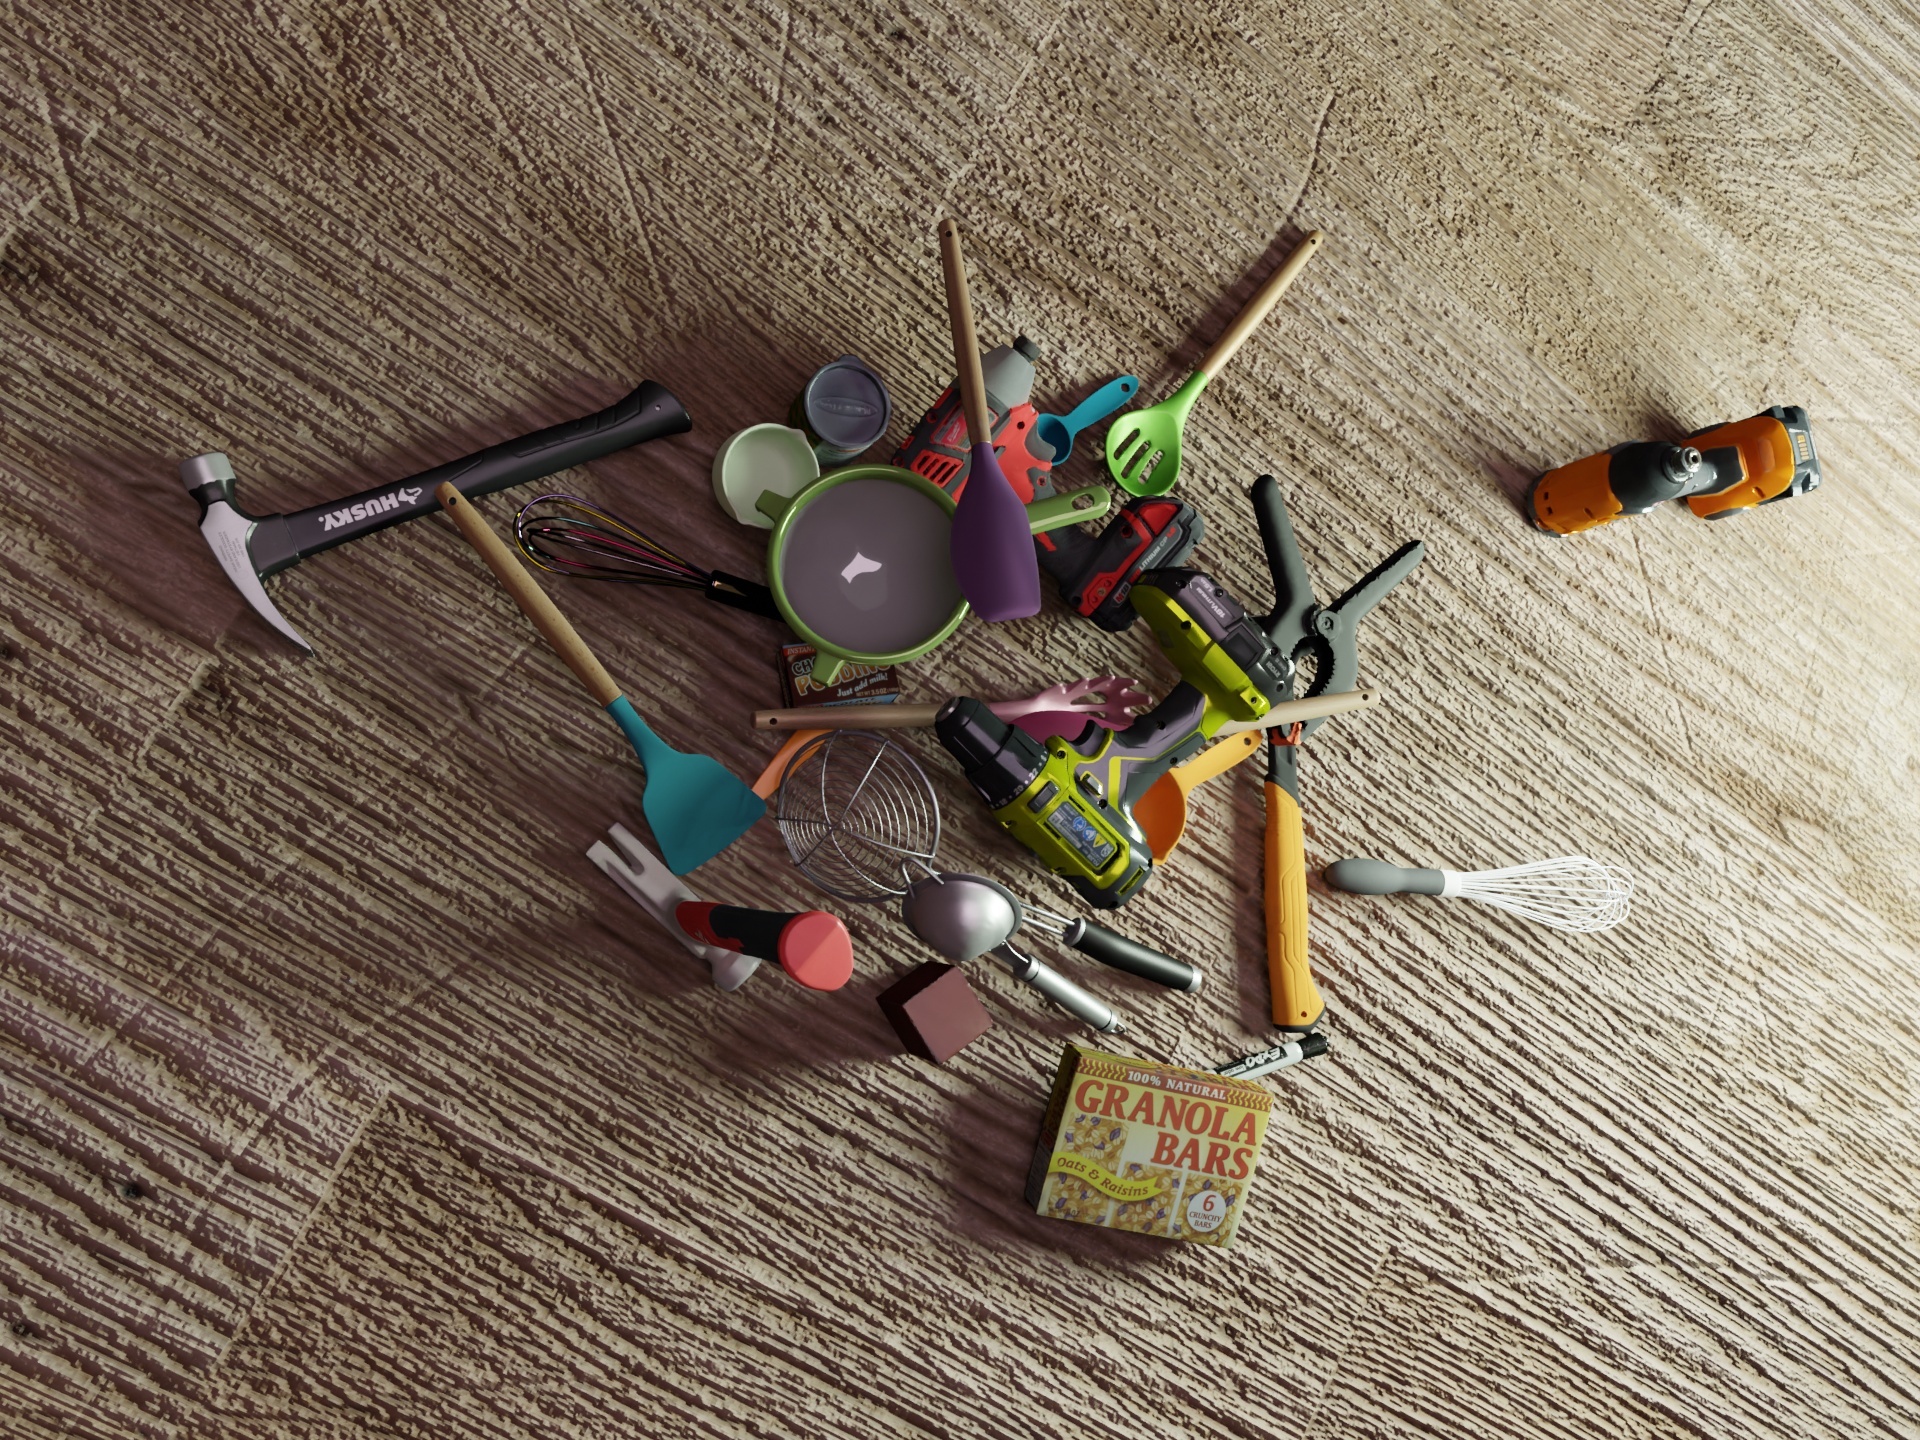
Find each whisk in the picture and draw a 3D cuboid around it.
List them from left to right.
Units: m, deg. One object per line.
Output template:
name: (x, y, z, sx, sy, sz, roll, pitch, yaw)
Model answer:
whisk: (-0.200, -0.101, 1.137, 0.244, 0.051, 0.047, 17, 41, -25)
whisk: (0.436, 0.140, 1.333, 0.284, 0.070, 0.070, 5, 83, -13)

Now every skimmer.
skimmer: (0.031, 0.120, 1.197, 0.363, 0.090, 0.127, 25, 114, -26)

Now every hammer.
hammer: (-0.344, -0.161, 1.104, 0.335, 0.035, 0.146, -23, 92, -20)
hammer: (-0.145, 0.115, 0.956, 0.143, 0.386, 0.038, 46, 73, -10)
hammer: (0.255, 0.082, 1.285, 0.127, 0.034, 0.337, 0, 85, -20)

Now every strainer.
strainer: (-0.015, -0.120, 1.163, 0.256, 0.069, 0.151, -17, 78, -10)
strainer: (0.044, 0.178, 1.161, 0.258, 0.087, 0.050, 38, 36, -35)

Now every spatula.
spatula: (-0.258, -0.033, 1.103, 0.082, 0.044, 0.317, -38, 99, -7)
spatula: (0.009, -0.221, 1.148, 0.060, 0.018, 0.316, -8, 75, 0)

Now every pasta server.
pasta server: (-0.002, -0.004, 1.188, 0.316, 0.040, 0.060, -2, 100, -25)

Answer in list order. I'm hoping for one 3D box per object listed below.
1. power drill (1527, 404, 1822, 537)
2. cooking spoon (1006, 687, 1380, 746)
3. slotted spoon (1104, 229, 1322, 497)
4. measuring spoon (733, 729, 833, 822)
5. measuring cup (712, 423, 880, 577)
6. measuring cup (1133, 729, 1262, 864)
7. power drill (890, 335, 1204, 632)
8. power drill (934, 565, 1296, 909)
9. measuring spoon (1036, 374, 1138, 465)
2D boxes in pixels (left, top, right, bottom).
power drill: (0.632, -0.215, 1.378, 0.226, 0.164, 0.084, -11, 88, -22)
cooking spoon: (0.175, 0.007, 1.214, 0.319, 0.017, 0.069, -10, 80, -13)
slotted spoon: (0.214, -0.300, 1.315, 0.070, 0.031, 0.314, 42, 71, -11)
measuring spoon: (-0.126, 0.030, 1.170, 0.021, 0.011, 0.117, 44, 72, -10)
measuring cup: (-0.114, -0.154, 1.187, 0.167, 0.038, 0.083, 38, 78, -29)
measuring cup: (0.159, 0.052, 1.245, 0.173, 0.052, 0.095, -28, 90, -21)
power drill: (0.071, -0.180, 1.210, 0.219, 0.078, 0.143, 37, 97, -10)
power drill: (0.111, -0.003, 1.149, 0.190, 0.080, 0.228, 45, 85, -13)
measuring spoon: (0.096, -0.243, 1.277, 0.128, 0.021, 0.042, -37, 99, -28)
